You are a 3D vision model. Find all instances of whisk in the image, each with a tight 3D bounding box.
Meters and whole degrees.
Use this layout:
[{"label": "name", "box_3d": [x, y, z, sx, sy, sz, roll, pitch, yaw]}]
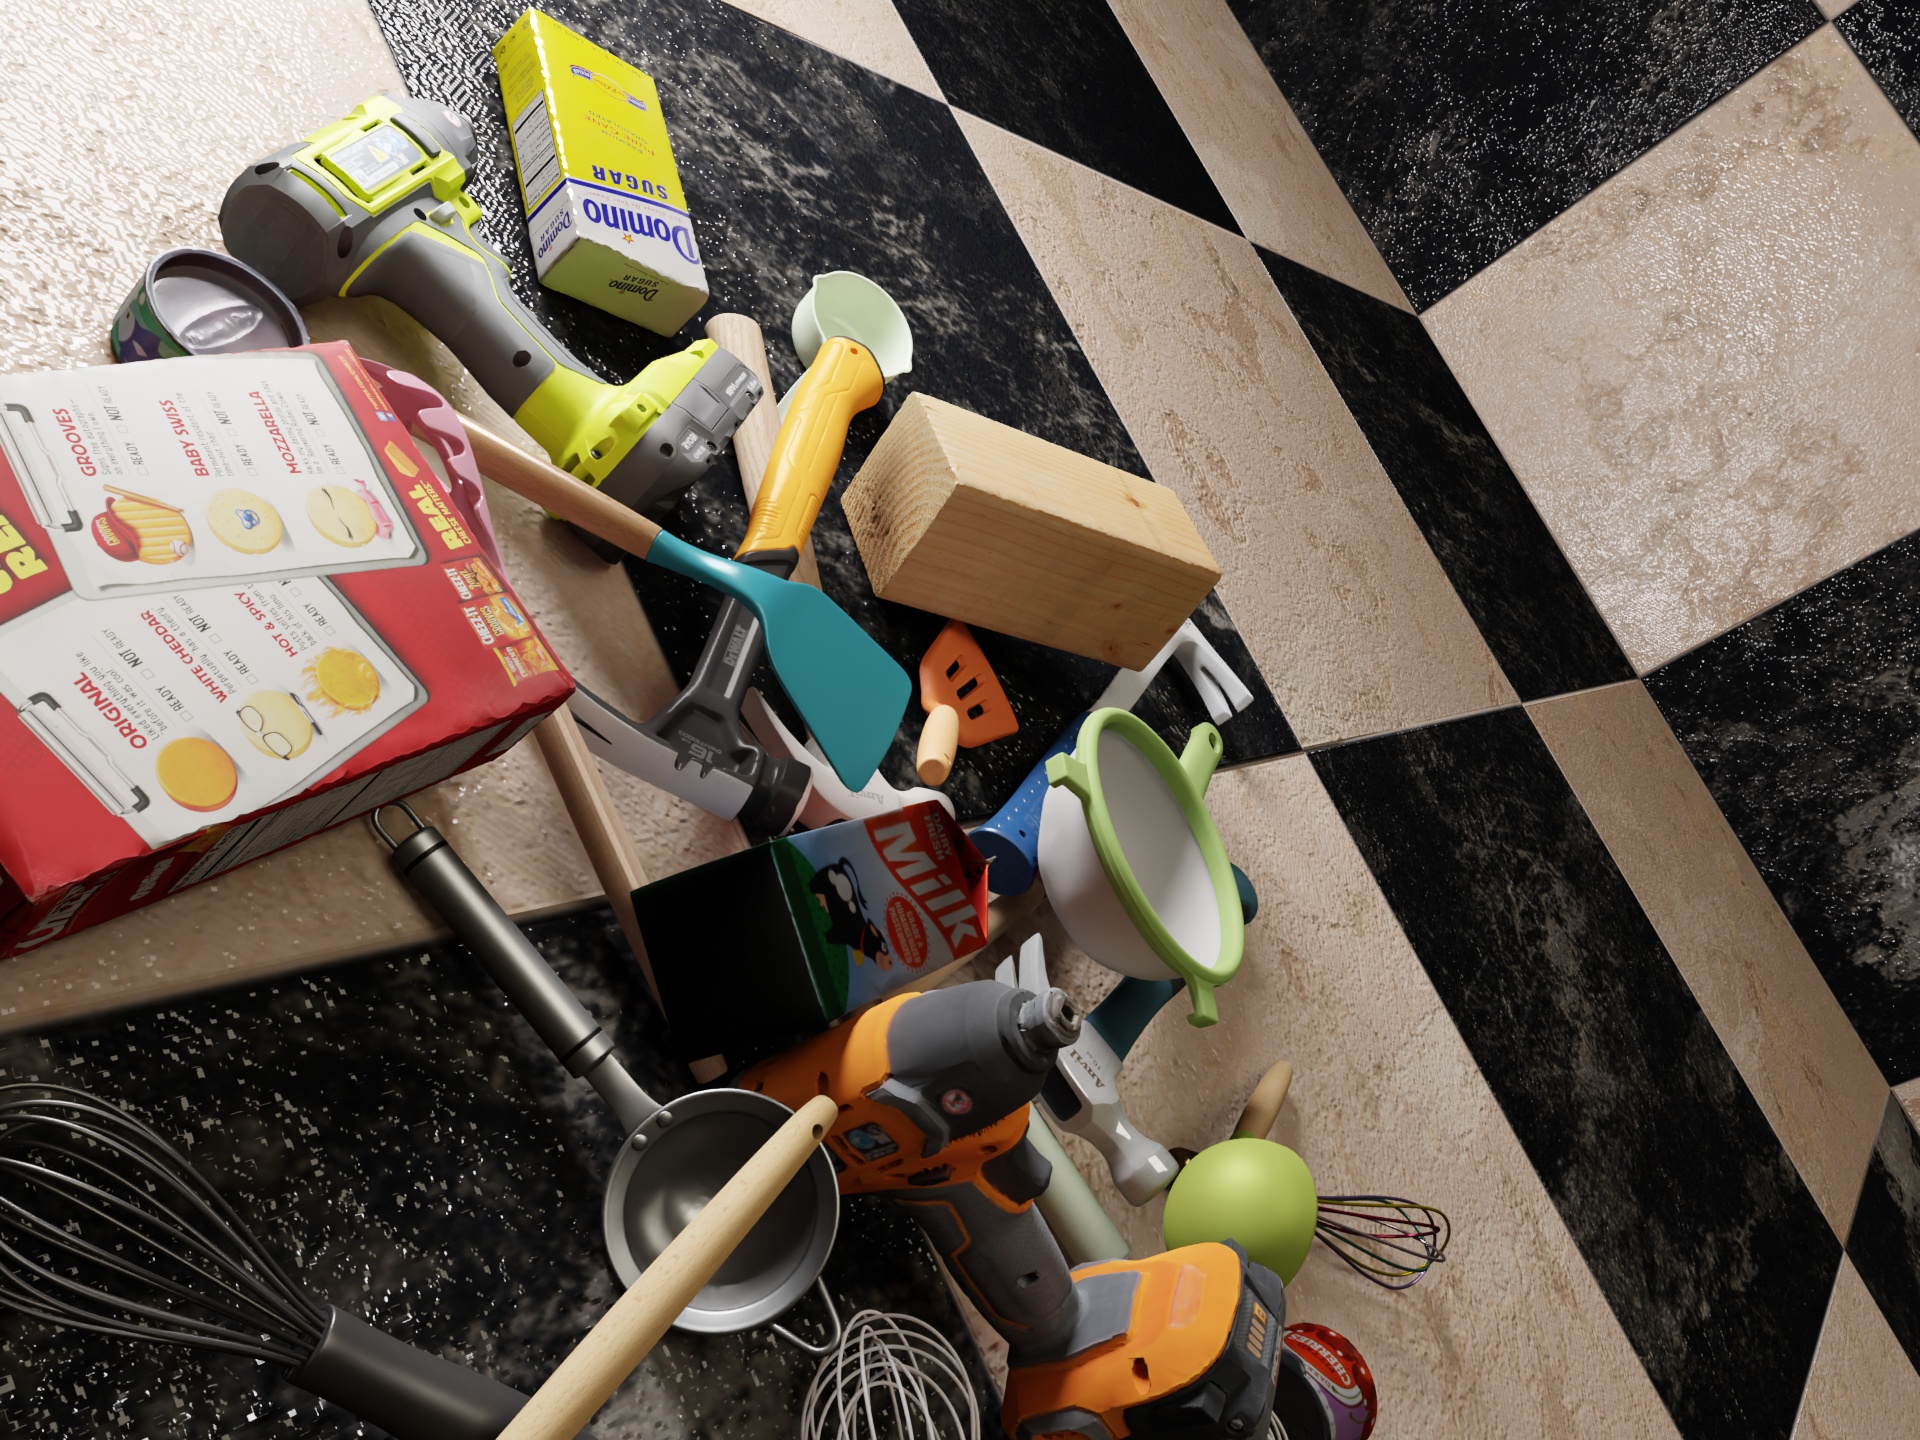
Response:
[{"label": "whisk", "box_3d": [0.203, 0.277, 0.907, 0.244, 0.047, 0.051, 27, 42, -34]}, {"label": "whisk", "box_3d": [-0.006, 0.350, 0.543, 0.070, 0.070, 0.285, 16, 53, -47]}, {"label": "whisk", "box_3d": [0.074, 0.262, 0.742, 0.058, 0.059, 0.246, -24, 76, -43]}, {"label": "whisk", "box_3d": [-0.187, 0.178, 0.463, 0.238, 0.055, 0.055, 44, 33, -27]}]

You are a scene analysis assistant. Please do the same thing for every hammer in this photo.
[{"label": "hammer", "box_3d": [0.093, 0.005, 0.999, 0.144, 0.035, 0.405, 48, 30, -3]}, {"label": "hammer", "box_3d": [-0.099, -0.095, 0.788, 0.127, 0.034, 0.337, 27, 44, -13]}, {"label": "hammer", "box_3d": [0.112, 0.143, 0.892, 0.128, 0.033, 0.331, 49, 26, 7]}, {"label": "hammer", "box_3d": [-0.094, -0.087, 0.850, 0.130, 0.031, 0.332, 16, 49, -47]}]

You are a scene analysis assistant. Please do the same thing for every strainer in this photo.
[{"label": "strainer", "box_3d": [0.095, 0.058, 0.862, 0.151, 0.069, 0.256, 59, 23, -7]}, {"label": "strainer", "box_3d": [-0.132, 0.128, 0.589, 0.087, 0.050, 0.258, -40, 89, -15]}]

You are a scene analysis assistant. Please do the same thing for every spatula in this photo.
[{"label": "spatula", "box_3d": [-0.001, -0.003, 0.812, 0.081, 0.041, 0.322, 62, 4, -6]}, {"label": "spatula", "box_3d": [-0.160, -0.081, 0.691, 0.317, 0.044, 0.082, 30, 44, -5]}]

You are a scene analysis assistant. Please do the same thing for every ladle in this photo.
[{"label": "ladle", "box_3d": [0.161, 0.224, 0.831, 0.062, 0.078, 0.320, 43, 11, 13]}, {"label": "ladle", "box_3d": [-0.128, 0.214, 0.468, 0.315, 0.031, 0.069, -43, 120, -47]}]

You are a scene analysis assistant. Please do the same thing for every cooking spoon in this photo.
[{"label": "cooking spoon", "box_3d": [0.027, 0.100, 0.853, 0.069, 0.017, 0.319, 43, 29, 12]}]

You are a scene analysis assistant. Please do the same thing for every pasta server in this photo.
[{"label": "pasta server", "box_3d": [-0.169, 0.002, 0.636, 0.040, 0.060, 0.316, -25, 90, -58]}]

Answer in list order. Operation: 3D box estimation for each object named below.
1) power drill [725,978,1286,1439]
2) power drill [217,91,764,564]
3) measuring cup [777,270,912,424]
[{"label": "power drill", "box_3d": [0.031, 0.198, 0.630, 0.226, 0.164, 0.084, 49, 34, -15]}, {"label": "power drill", "box_3d": [-0.209, -0.195, 0.755, 0.223, 0.080, 0.171, 42, 34, -16]}, {"label": "measuring cup", "box_3d": [-0.088, -0.211, 0.983, 0.083, 0.038, 0.168, 42, 50, -16]}]
